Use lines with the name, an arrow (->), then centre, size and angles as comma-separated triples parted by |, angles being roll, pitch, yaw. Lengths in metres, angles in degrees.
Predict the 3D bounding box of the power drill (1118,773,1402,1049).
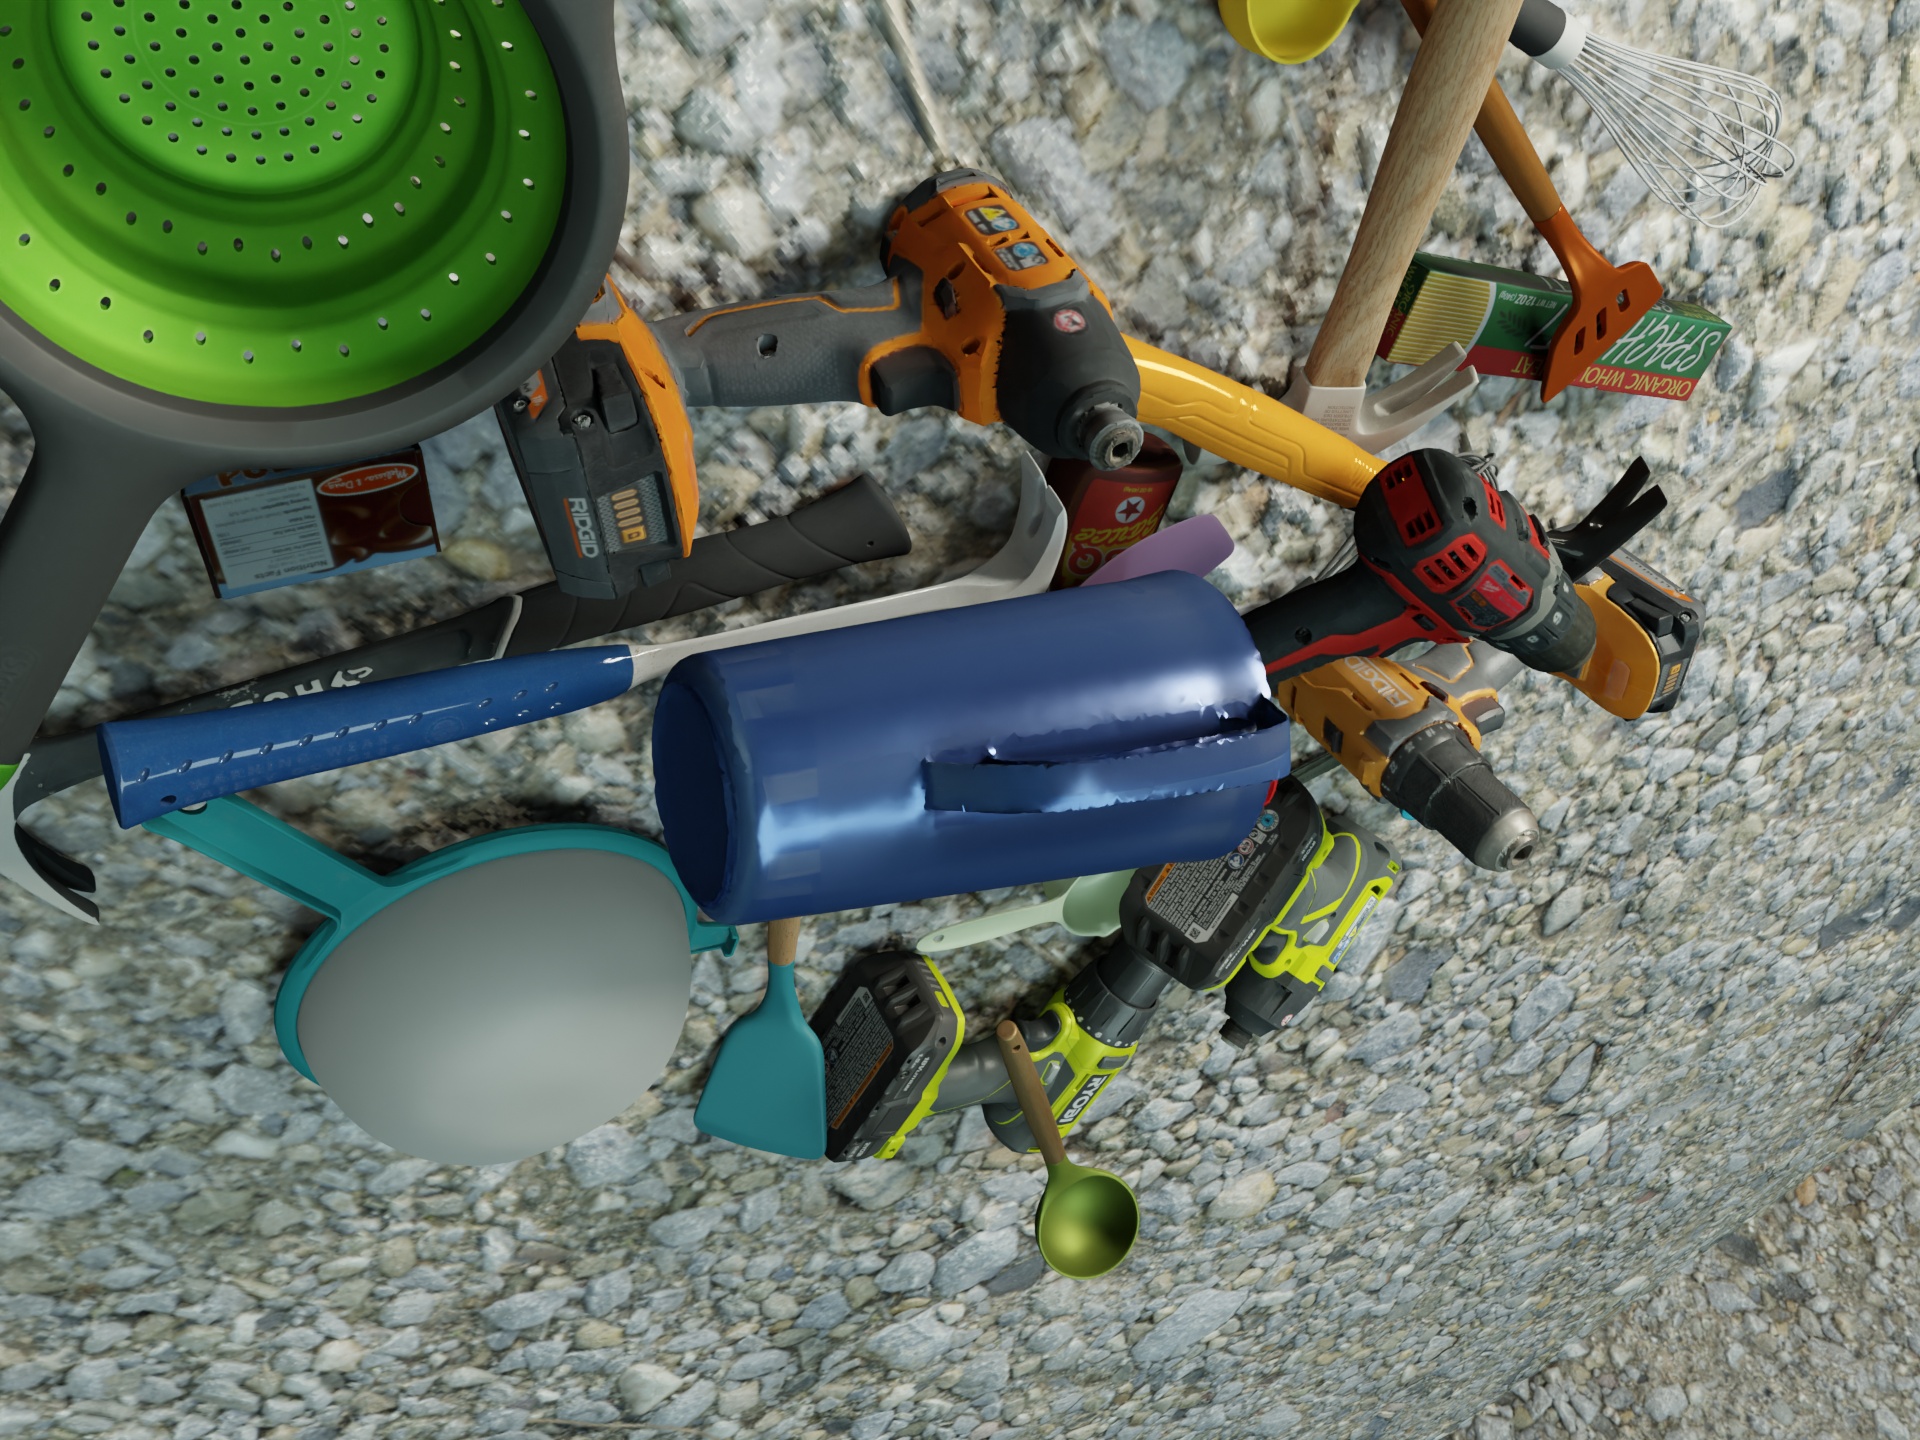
power drill -> 0.192, 0.123, 1.005 | 0.171, 0.080, 0.223 | -56, 146, 0

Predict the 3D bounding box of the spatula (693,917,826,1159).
spatula -> -0.098, 0.120, 0.874 | 0.082, 0.044, 0.317 | 13, 127, 6

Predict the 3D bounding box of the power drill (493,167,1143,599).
power drill -> -0.050, -0.123, 0.583 | 0.226, 0.164, 0.084 | -18, 138, -15

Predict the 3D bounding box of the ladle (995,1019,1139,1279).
ladle -> 0.063, 0.278, 1.021 | 0.078, 0.062, 0.319 | -33, 143, -12

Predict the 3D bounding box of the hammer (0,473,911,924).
hammer -> -0.210, -0.028, 0.668 | 0.409, 0.036, 0.149 | -19, 138, -18

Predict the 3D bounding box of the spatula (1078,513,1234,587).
spatula -> -0.001, -0.003, 0.786 | 0.316, 0.018, 0.059 | -36, 146, 12

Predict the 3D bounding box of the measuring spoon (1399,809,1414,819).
measuring spoon -> 0.294, 0.035, 1.062 | 0.042, 0.021, 0.128 | -36, 144, 20

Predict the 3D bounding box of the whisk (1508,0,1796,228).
whisk -> 0.288, -0.295, 0.721 | 0.284, 0.070, 0.070 | 11, 122, -34

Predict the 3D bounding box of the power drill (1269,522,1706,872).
power drill -> 0.320, -0.014, 0.915 | 0.226, 0.186, 0.084 | -23, 137, -18

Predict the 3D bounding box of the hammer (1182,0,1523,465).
hammer -> 0.194, -0.234, 0.670 | 0.130, 0.031, 0.331 | -3, 143, -11

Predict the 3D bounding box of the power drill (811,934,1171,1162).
power drill -> 0.024, 0.202, 1.012 | 0.228, 0.080, 0.190 | 8, 126, -41

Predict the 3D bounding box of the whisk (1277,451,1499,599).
whisk -> 0.200, -0.072, 0.888 | 0.239, 0.055, 0.055 | -36, 140, 10

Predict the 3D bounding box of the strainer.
strainer -> -0.235, 0.125, 0.724 | 0.211, 0.095, 0.340 | -34, 147, 1

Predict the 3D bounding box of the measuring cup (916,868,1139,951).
measuring cup -> 0.045, 0.103, 0.959 | 0.167, 0.038, 0.083 | -14, 135, -19

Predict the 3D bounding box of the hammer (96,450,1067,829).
hammer -> -0.128, -0.028, 0.655 | 0.405, 0.035, 0.144 | -15, 152, -32

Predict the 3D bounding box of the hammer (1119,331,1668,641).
hammer -> 0.190, -0.122, 0.762 | 0.336, 0.034, 0.127 | 15, 138, -32

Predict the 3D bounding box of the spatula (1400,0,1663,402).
spatula -> 0.250, -0.250, 0.721 | 0.081, 0.041, 0.322 | -44, 133, 12

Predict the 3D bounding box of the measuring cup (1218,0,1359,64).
measuring cup -> 0.135, -0.337, 0.610 | 0.062, 0.029, 0.156 | -8, 121, -30

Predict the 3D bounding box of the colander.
colander -> -0.258, -0.128, 0.502 | 0.204, 0.095, 0.397 | 17, 125, -42

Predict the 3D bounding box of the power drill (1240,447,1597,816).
power drill -> 0.199, -0.031, 0.807 | 0.226, 0.080, 0.187 | -33, 141, 28
